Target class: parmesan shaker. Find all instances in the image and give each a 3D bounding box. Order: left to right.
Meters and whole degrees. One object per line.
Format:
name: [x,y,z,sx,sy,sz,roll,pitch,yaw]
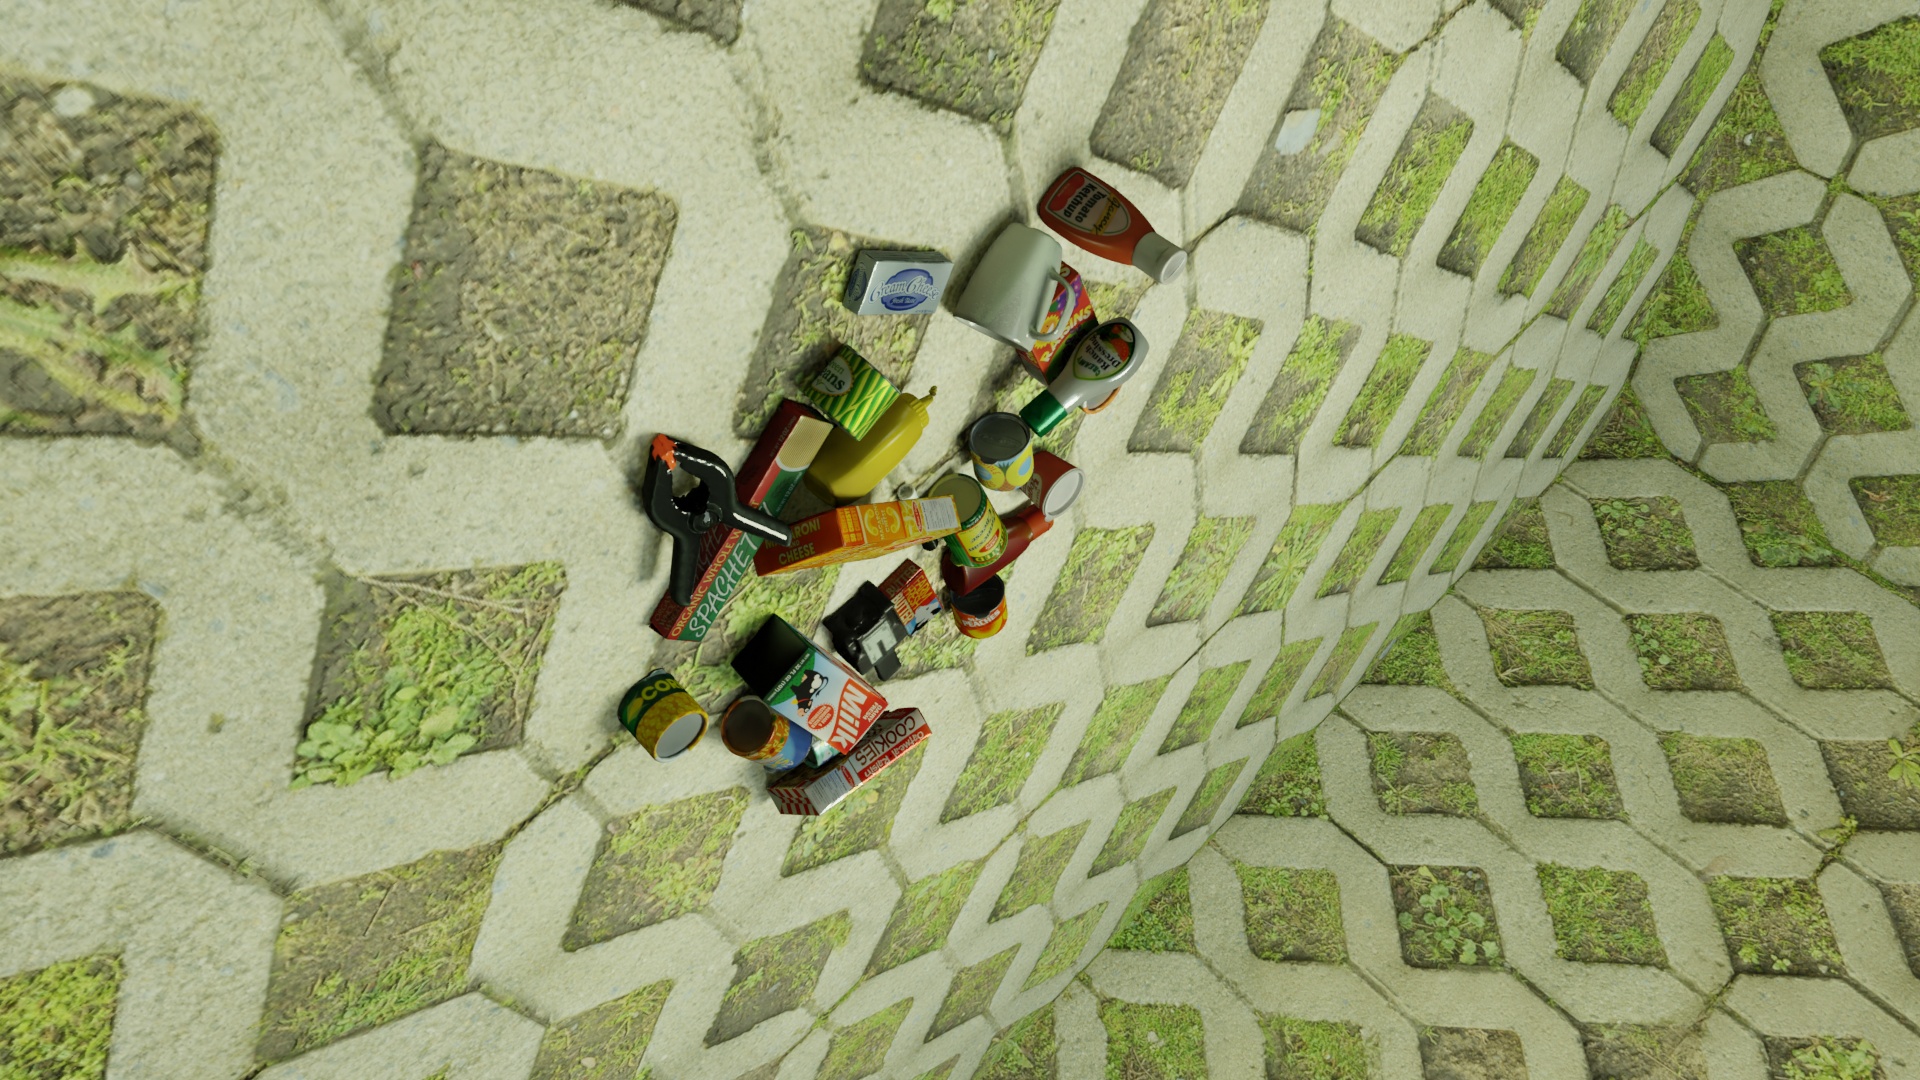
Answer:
parmesan shaker: [0.005,-0.019,1.509,0.071,0.071,0.102,-46,151,-8]

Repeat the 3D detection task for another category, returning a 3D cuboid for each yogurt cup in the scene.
yogurt cup: [0.103,-0.067,1.603,0.073,0.054,0.072,-35,148,-26]

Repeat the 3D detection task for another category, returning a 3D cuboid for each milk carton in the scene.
milk carton: [-0.145,0.159,1.454,0.072,0.073,0.190,-49,137,-3]

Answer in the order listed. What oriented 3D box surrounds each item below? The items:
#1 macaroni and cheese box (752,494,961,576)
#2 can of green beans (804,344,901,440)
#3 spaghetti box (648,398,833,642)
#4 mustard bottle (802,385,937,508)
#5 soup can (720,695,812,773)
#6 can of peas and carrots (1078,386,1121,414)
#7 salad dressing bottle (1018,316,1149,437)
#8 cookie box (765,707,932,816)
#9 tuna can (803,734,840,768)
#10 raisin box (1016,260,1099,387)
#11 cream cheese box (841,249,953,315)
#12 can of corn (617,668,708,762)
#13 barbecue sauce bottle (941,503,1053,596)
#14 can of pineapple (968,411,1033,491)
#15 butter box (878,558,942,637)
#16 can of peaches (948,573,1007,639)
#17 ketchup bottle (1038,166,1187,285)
macaroni and cheese box: [-0.100,-0.006,1.334,0.123,0.040,0.167,-18,174,39]
can of green beans: [-0.096,-0.131,1.234,0.058,0.071,0.071,-49,151,-2]
spaghetti box: [-0.200,-0.014,1.263,0.249,0.029,0.050,-57,150,12]
mustard bottle: [-0.076,-0.096,1.307,0.161,0.065,0.048,-40,147,-23]
soup can: [-0.207,0.207,1.473,0.071,0.071,0.083,-50,151,0]
can of peas and carrots: [0.139,-0.180,1.517,0.071,0.059,0.070,-35,148,-25]
salad dressing bottle: [0.127,-0.167,1.435,0.147,0.064,0.044,-42,162,1]
cookie box: [-0.129,0.253,1.601,0.168,0.040,0.122,-33,-173,-29]
tuna can: [-0.164,0.219,1.545,0.033,0.071,0.070,-33,147,-28]
raisin box: [0.095,-0.222,1.427,0.086,0.040,0.123,-47,153,-5]
cream cheese box: [-0.055,-0.227,1.223,0.104,0.024,0.053,-13,133,-49]
can of corn: [-0.283,0.168,1.329,0.071,0.058,0.070,-35,148,-26]
barbecue sauce bottle: [0.046,0.005,1.620,0.149,0.044,0.064,-33,147,-30]
can of pineapple: [0.043,-0.093,1.475,0.071,0.071,0.057,-40,150,-19]
butter box: [-0.056,0.066,1.567,0.053,0.024,0.103,-43,151,-11]
can of peaches: [0.022,0.077,1.643,0.071,0.071,0.057,-39,151,-19]
ketchup bottle: [0.146,-0.291,1.302,0.065,0.149,0.043,-49,153,-2]
